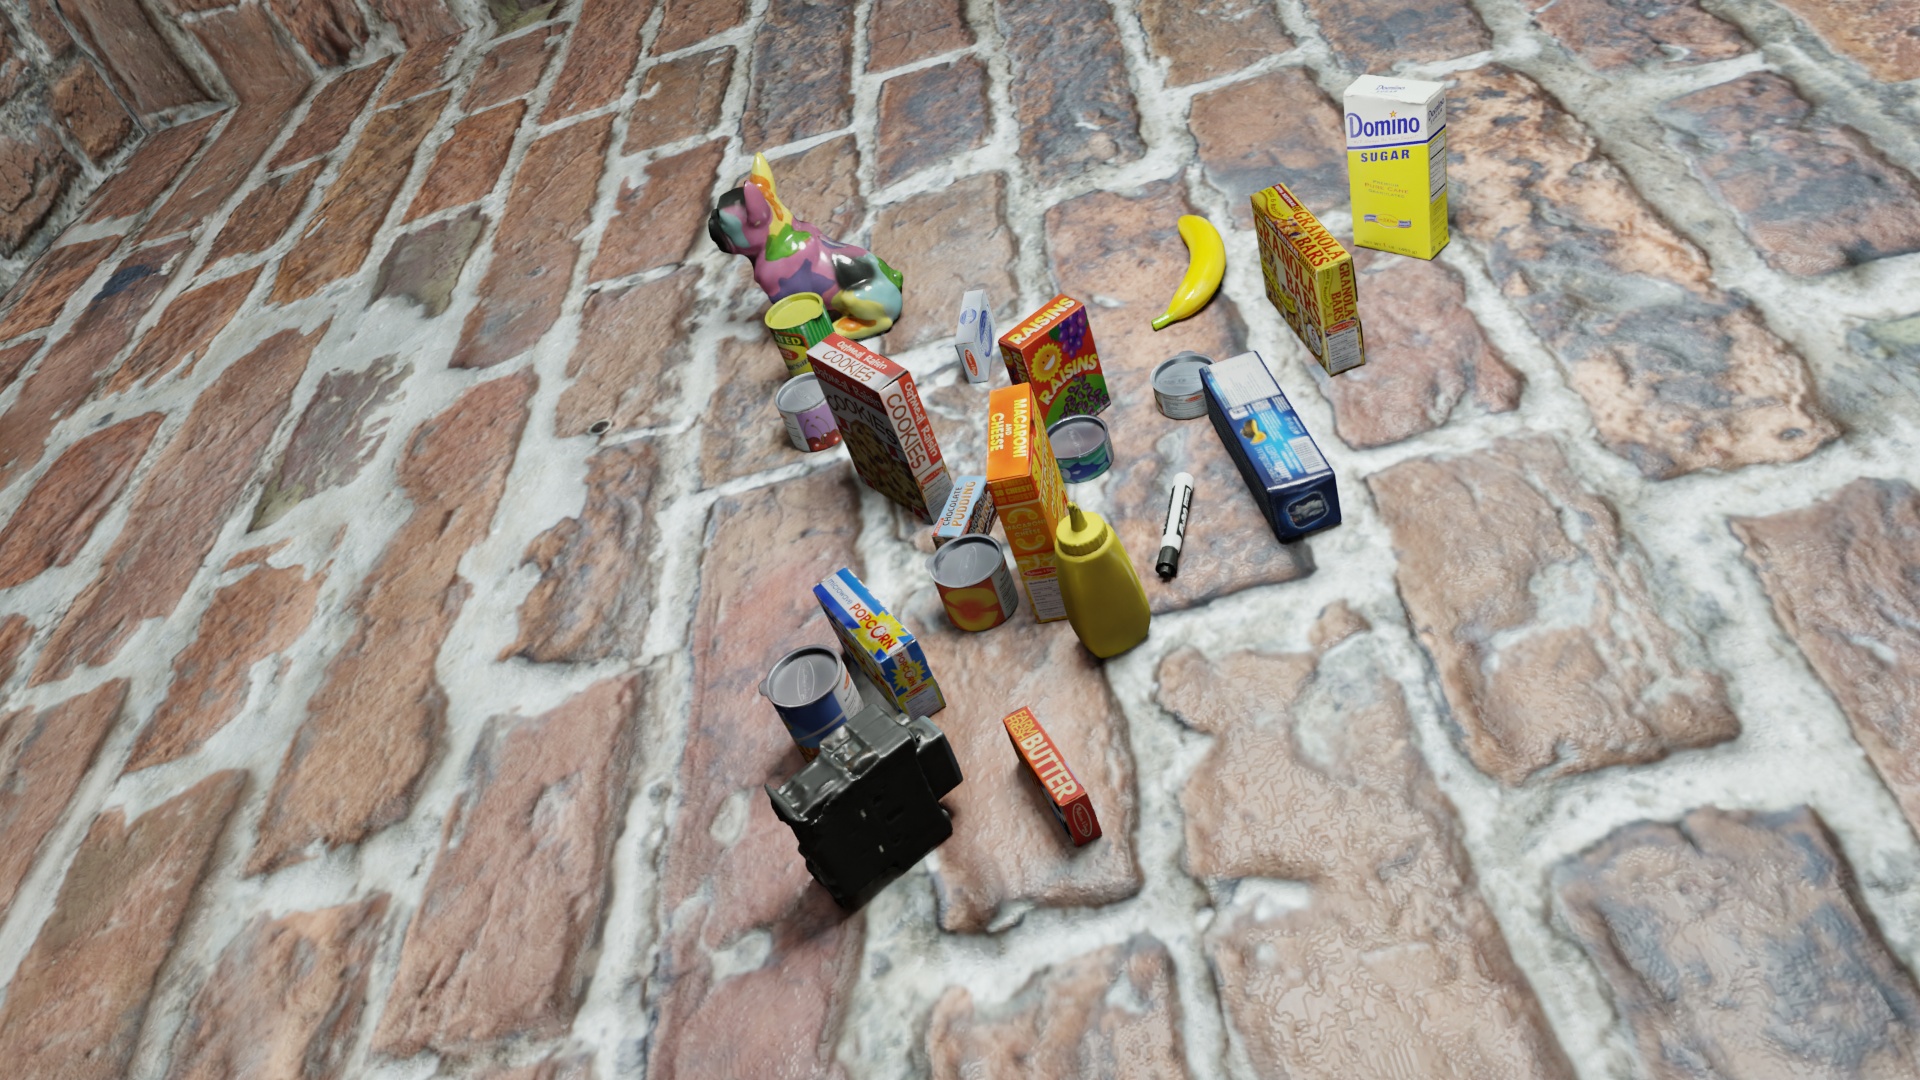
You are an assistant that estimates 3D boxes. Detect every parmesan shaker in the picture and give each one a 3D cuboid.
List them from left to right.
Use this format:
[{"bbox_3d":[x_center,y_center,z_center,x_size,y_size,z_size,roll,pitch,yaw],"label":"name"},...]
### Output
[{"bbox_3d":[-0.164,-0.212,1.531,0.071,0.102,0.072,-12,41,11],"label":"parmesan shaker"}]

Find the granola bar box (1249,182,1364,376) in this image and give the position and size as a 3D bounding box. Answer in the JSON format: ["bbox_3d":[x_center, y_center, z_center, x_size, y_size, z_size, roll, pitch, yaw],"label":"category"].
[{"bbox_3d":[0.337,-0.256,1.350,0.039,0.123,0.166,-20,40,1],"label":"granola bar box"}]

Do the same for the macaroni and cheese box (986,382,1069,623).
[{"bbox_3d":[0.064,-0.032,1.183,0.040,0.165,0.124,-11,41,12],"label":"macaroni and cheese box"}]

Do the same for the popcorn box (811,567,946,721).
[{"bbox_3d":[-0.069,0.088,1.169,0.038,0.084,0.127,-33,41,-14],"label":"popcorn box"}]

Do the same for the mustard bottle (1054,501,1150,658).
[{"bbox_3d":[0.107,0.024,1.107,0.065,0.159,0.049,-27,40,-7],"label":"mustard bottle"}]

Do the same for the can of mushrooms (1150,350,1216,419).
[{"bbox_3d":[0.221,-0.152,1.353,0.071,0.033,0.071,-12,41,11],"label":"can of mushrooms"}]

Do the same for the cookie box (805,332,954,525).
[{"bbox_3d":[-0.073,-0.107,1.325,0.040,0.166,0.123,-39,43,-20],"label":"cookie box"}]

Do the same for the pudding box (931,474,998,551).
[{"bbox_3d":[0.005,-0.016,1.281,0.030,0.049,0.084,2,45,25],"label":"pudding box"}]

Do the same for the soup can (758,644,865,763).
[{"bbox_3d":[-0.117,0.137,1.135,0.071,0.083,0.072,-12,41,11],"label":"soup can"}]

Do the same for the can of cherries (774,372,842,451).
[{"bbox_3d":[-0.155,-0.138,1.479,0.071,0.058,0.072,-12,41,11],"label":"can of cherries"}]

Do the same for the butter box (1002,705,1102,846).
[{"bbox_3d":[0.068,0.175,1.038,0.024,0.053,0.104,-28,40,-7],"label":"butter box"}]

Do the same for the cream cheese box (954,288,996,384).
[{"bbox_3d":[0.017,-0.222,1.504,0.024,0.053,0.104,-8,42,15],"label":"cream cheese box"}]

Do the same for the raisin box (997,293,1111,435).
[{"bbox_3d":[0.093,-0.164,1.353,0.086,0.122,0.040,-37,42,-19],"label":"raisin box"}]

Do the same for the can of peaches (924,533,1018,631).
[{"bbox_3d":[0.010,0.037,1.213,0.071,0.057,0.071,-12,41,11],"label":"can of peaches"}]

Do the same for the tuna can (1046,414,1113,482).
[{"bbox_3d":[0.110,-0.087,1.329,0.071,0.032,0.071,-12,41,11],"label":"tuna can"}]
